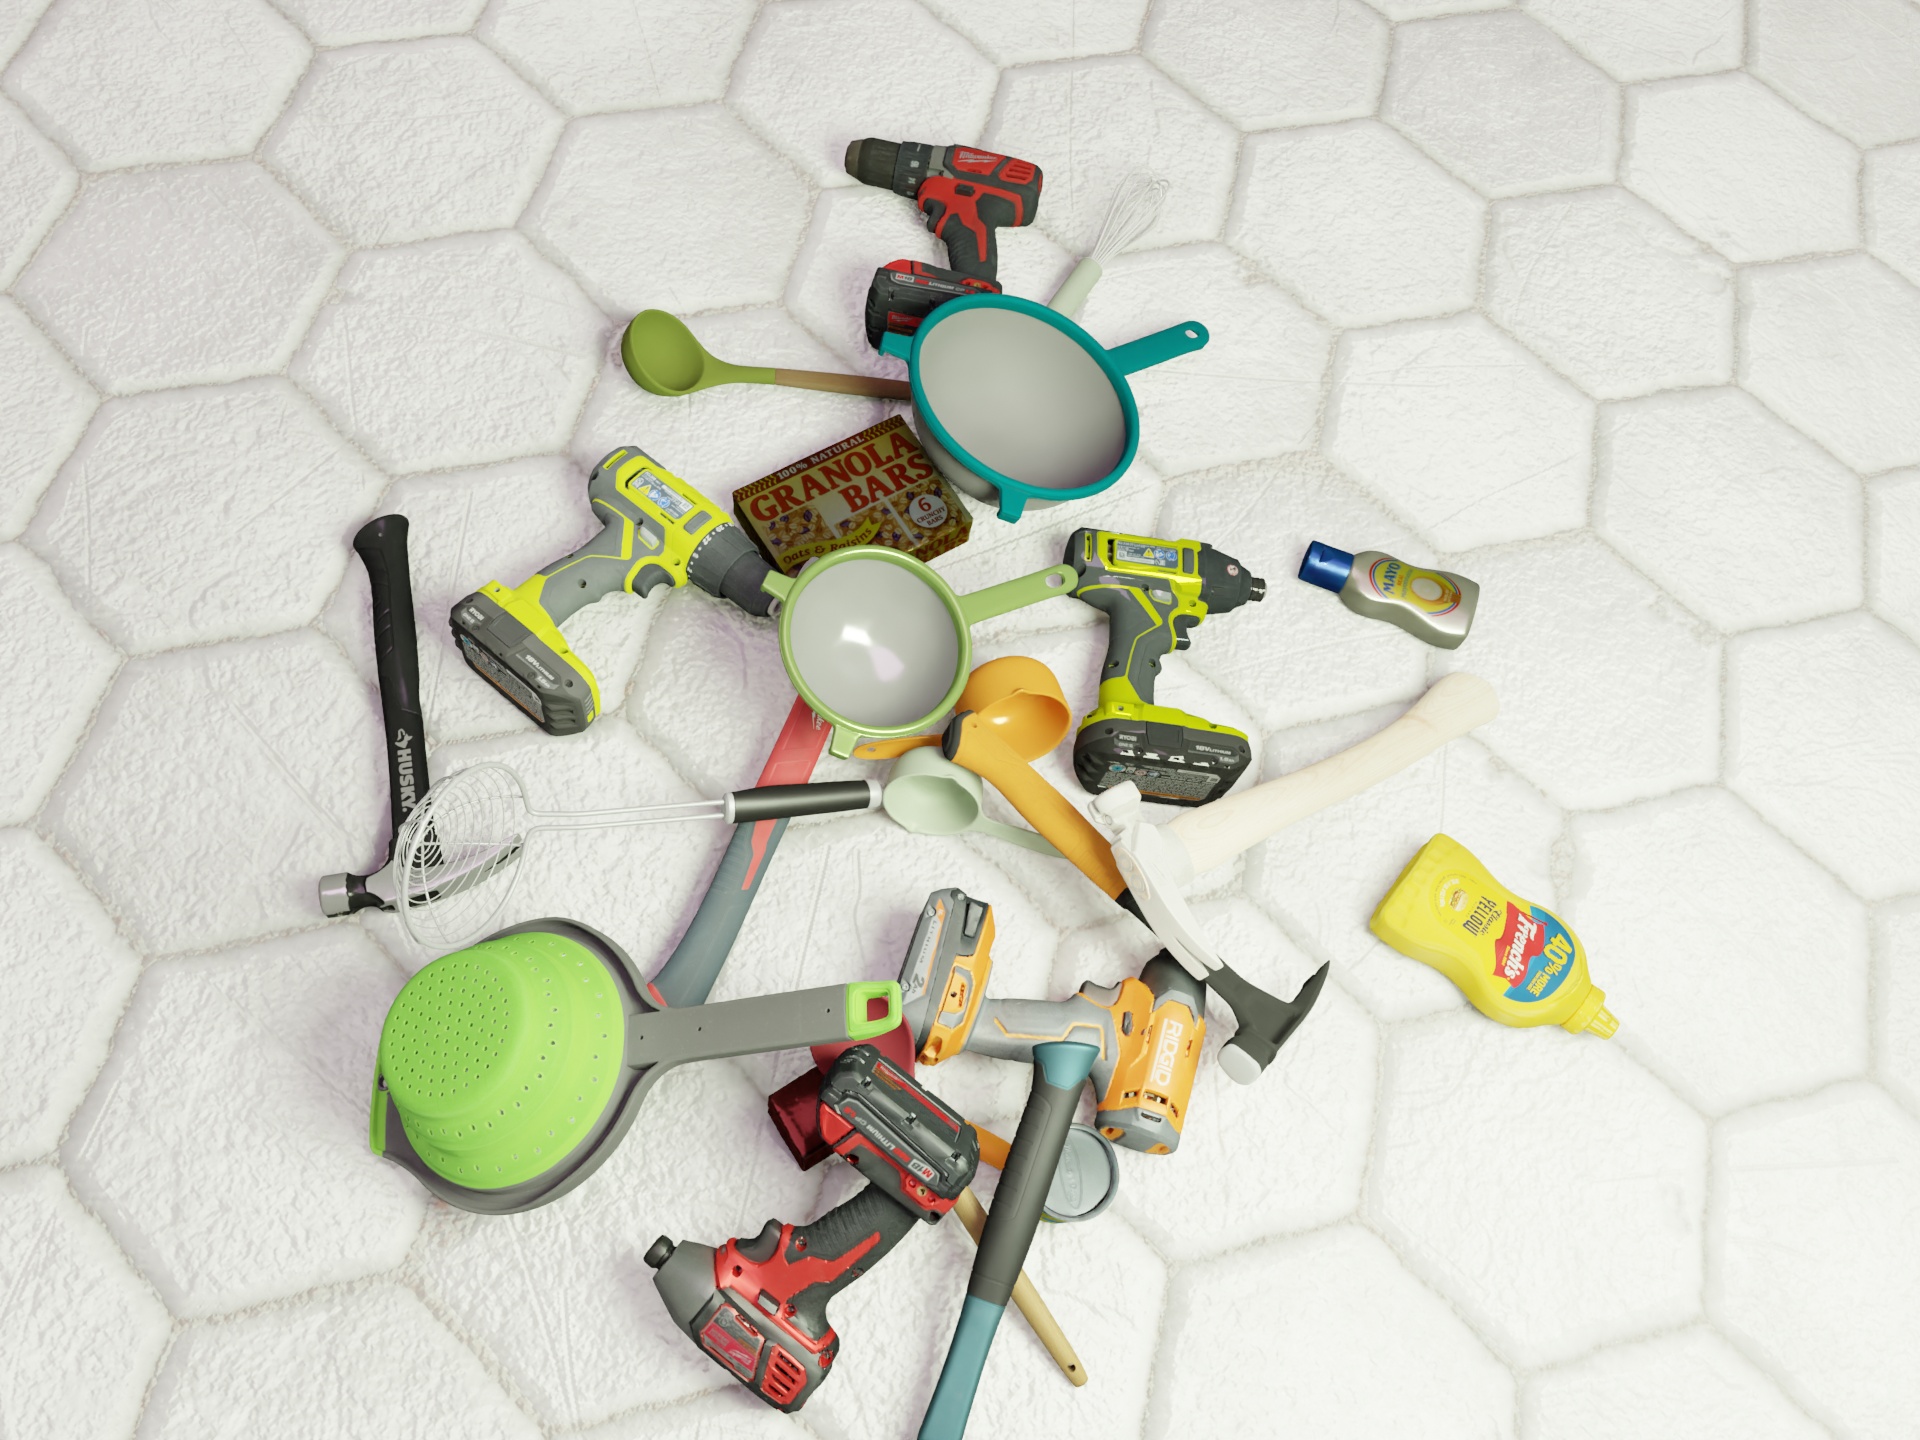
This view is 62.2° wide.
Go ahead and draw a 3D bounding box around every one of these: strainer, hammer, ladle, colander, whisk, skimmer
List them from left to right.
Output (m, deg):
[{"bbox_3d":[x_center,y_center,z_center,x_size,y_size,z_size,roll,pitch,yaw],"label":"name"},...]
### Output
[{"bbox_3d":[-0.429,-0.016,1.238,0.146,0.035,0.335,-10,66,-10],"label":"hammer"},{"bbox_3d":[-0.237,0.203,1.040,0.397,0.094,0.205,-11,62,14],"label":"colander"},{"bbox_3d":[-0.209,0.079,1.106,0.363,0.127,0.090,-4,23,-29],"label":"skimmer"},{"bbox_3d":[-0.129,0.068,1.218,0.143,0.038,0.386,29,68,-16],"label":"hammer"},{"bbox_3d":[-0.136,-0.306,1.397,0.320,0.062,0.078,5,67,-6],"label":"ladle"},{"bbox_3d":[-0.027,-0.069,1.233,0.256,0.069,0.151,-20,82,-25],"label":"strainer"},{"bbox_3d":[-0.003,0.318,1.086,0.069,0.031,0.315,-33,88,0],"label":"ladle"},{"bbox_3d":[0.020,0.368,1.051,0.128,0.033,0.331,19,82,3],"label":"hammer"},{"bbox_3d":[0.086,-0.278,1.396,0.340,0.095,0.211,-27,76,-35],"label":"strainer"},{"bbox_3d":[0.127,-0.429,1.491,0.058,0.059,0.246,14,61,42],"label":"whisk"},{"bbox_3d":[0.119,0.111,1.171,0.337,0.034,0.127,43,46,11],"label":"hammer"},{"bbox_3d":[0.285,0.055,1.217,0.410,0.038,0.146,-21,76,-33],"label":"hammer"}]

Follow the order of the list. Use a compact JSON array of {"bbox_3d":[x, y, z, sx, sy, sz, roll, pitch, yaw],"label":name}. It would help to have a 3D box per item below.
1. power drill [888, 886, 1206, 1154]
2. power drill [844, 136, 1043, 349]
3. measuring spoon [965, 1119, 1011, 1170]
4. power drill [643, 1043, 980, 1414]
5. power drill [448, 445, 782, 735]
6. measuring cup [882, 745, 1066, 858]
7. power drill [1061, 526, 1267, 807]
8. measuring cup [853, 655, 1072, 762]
[{"bbox_3d":[0.070,0.203,1.162,0.226,0.084,0.164,20,63,-1],"label":"power drill"},{"bbox_3d":[-0.031,-0.445,1.464,0.188,0.080,0.227,12,61,0],"label":"power drill"},{"bbox_3d":[0.001,0.295,1.145,0.117,0.011,0.021,28,65,6],"label":"measuring spoon"},{"bbox_3d":[-0.100,0.328,1.041,0.143,0.078,0.219,38,95,3],"label":"power drill"},{"bbox_3d":[-0.270,-0.098,1.271,0.191,0.080,0.228,38,64,12],"label":"power drill"},{"bbox_3d":[0.021,0.067,1.235,0.167,0.083,0.038,21,49,-14],"label":"measuring cup"},{"bbox_3d":[0.169,-0.049,1.294,0.171,0.080,0.223,8,61,-7],"label":"power drill"},{"bbox_3d":[-0.002,-0.004,1.247,0.173,0.095,0.052,-8,50,-8],"label":"measuring cup"}]
